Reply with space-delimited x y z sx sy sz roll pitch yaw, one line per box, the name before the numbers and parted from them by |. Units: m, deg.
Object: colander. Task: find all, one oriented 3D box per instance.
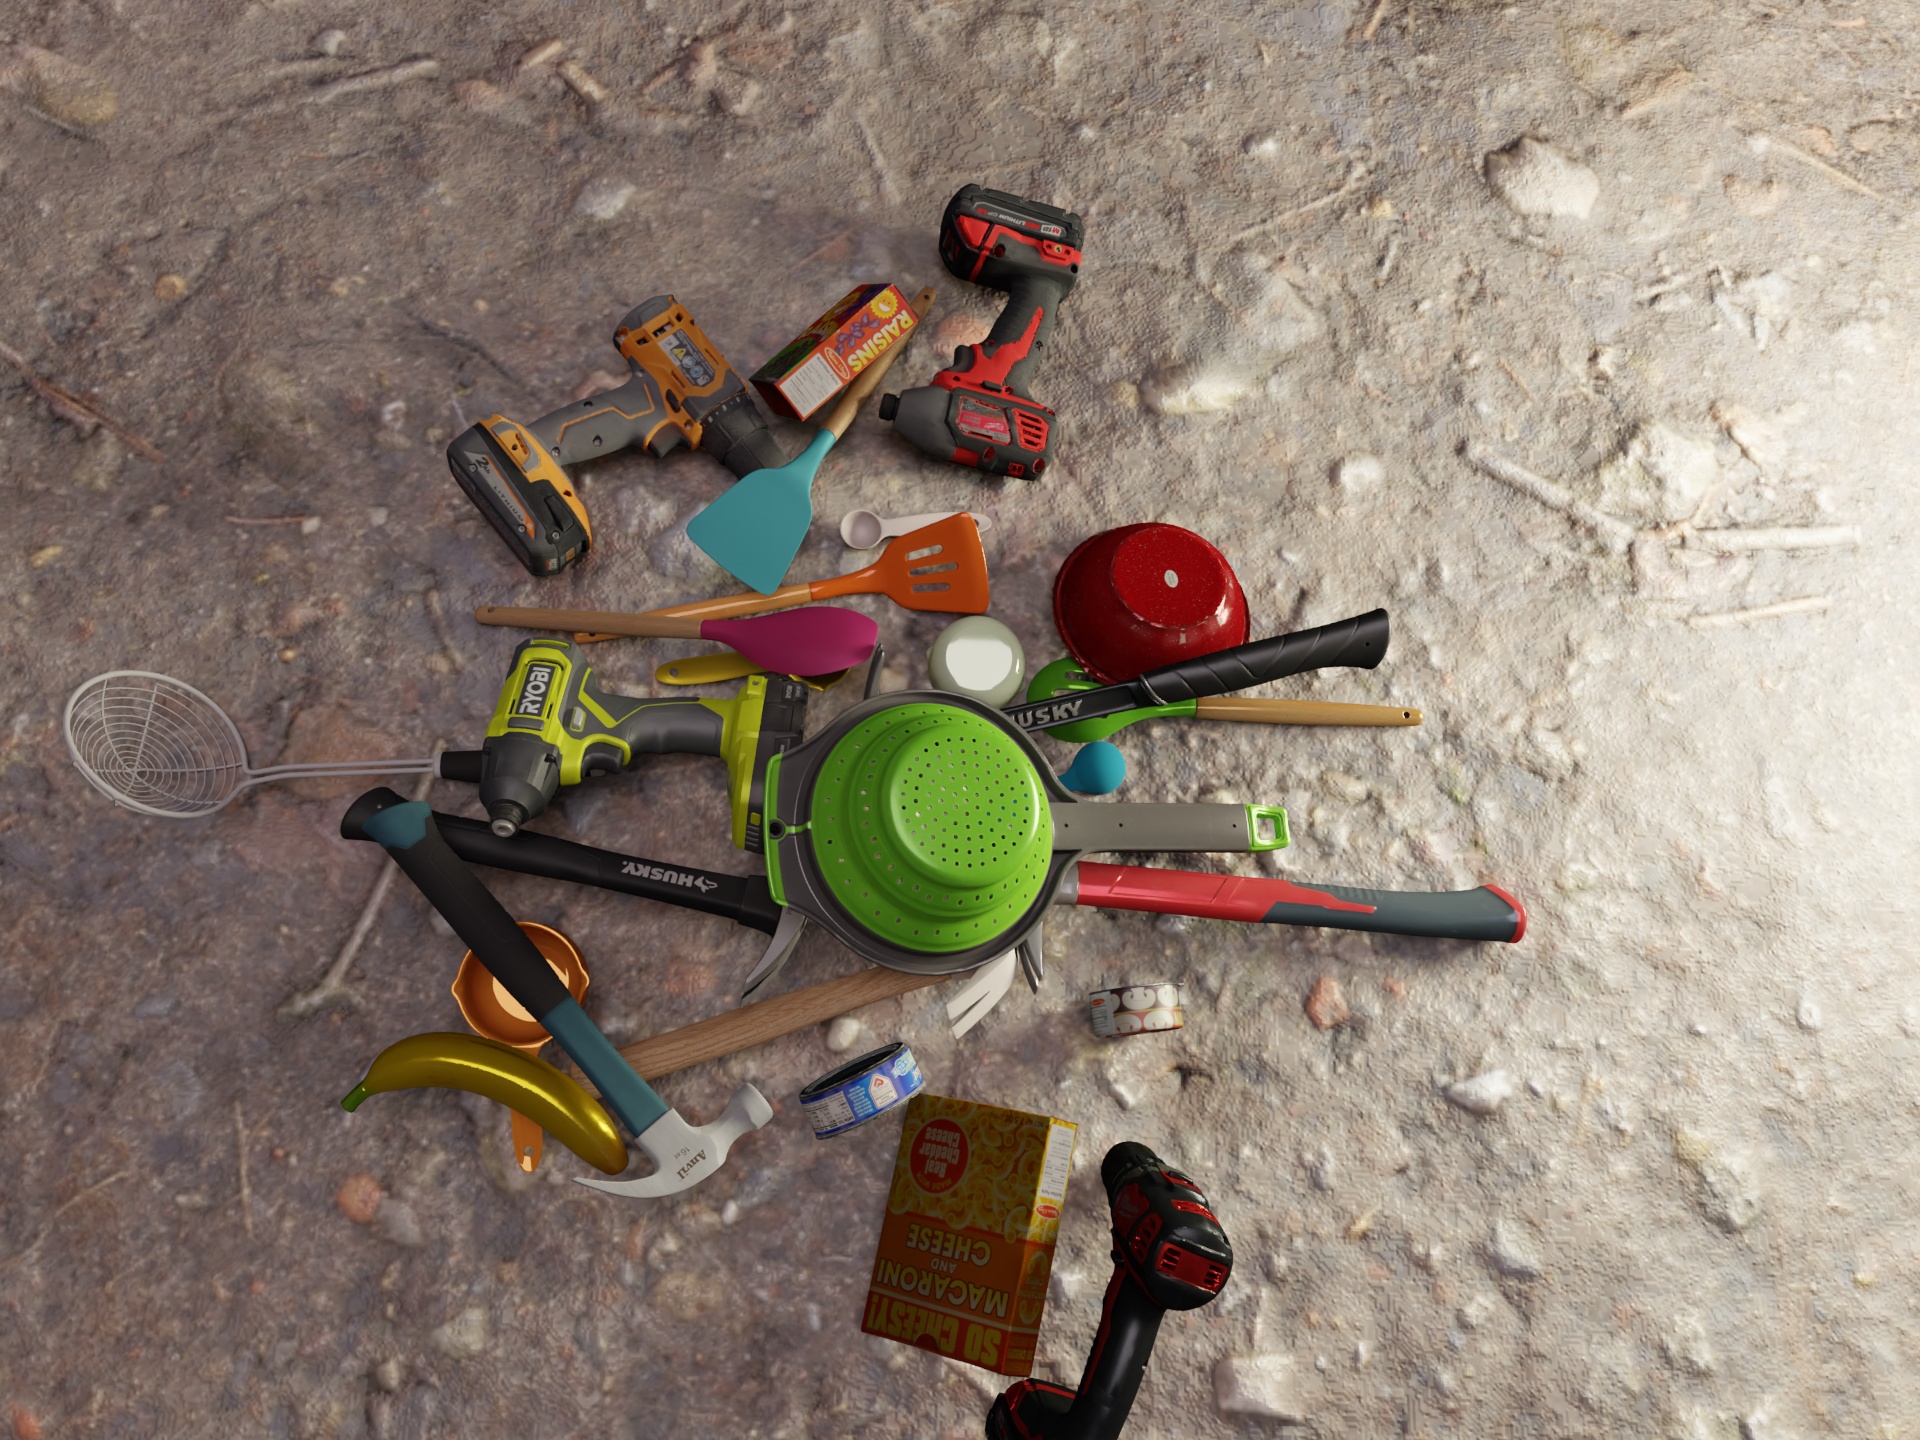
colander | 0.067 0.067 1.102 0.397 0.094 0.205 1 74 -18

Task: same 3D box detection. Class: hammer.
hammer | 0.123 -0.024 1.185 0.409 0.036 0.149 -13 108 -3
hammer | -0.272 0.107 1.136 0.334 0.035 0.146 13 48 -4
hammer | 0.233 0.148 1.183 0.386 0.038 0.143 6 54 -5
hammer | -0.117 0.209 1.135 0.331 0.130 0.031 -18 119 -2
hammer | -0.280 0.183 1.072 0.128 0.033 0.331 -40 86 -23

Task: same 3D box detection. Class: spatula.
spatula | -0.141 -0.096 1.239 0.322 0.041 0.081 -11 100 -5
spatula | -0.100 -0.240 1.266 0.082 0.044 0.318 38 59 -12

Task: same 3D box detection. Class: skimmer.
skimmer | -0.447 0.015 1.160 0.363 0.090 0.127 -2 44 -7

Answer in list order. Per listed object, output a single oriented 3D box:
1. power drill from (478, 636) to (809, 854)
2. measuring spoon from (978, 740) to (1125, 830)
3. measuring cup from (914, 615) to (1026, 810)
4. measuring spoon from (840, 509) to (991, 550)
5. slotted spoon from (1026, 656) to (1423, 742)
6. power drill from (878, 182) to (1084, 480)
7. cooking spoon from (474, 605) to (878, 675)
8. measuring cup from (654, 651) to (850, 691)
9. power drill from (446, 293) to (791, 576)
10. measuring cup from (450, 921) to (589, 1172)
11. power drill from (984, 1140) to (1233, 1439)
power drill | -0.228 0.025 1.152 0.223 0.080 0.171 7 45 -5
measuring spoon | 0.070 0.056 1.217 0.128 0.021 0.042 -25 98 -8
measuring cup | -0.002 -0.004 1.224 0.083 0.038 0.168 20 74 2
measuring spoon | -0.036 -0.153 1.279 0.124 0.018 0.034 -5 74 -12
slotted spoon | 0.209 -0.011 1.248 0.313 0.031 0.070 3 78 -5
power drill | 0.019 -0.311 1.289 0.143 0.078 0.220 12 77 -9
cooking spoon | -0.218 -0.070 1.201 0.319 0.017 0.069 4 53 12
measuring cup | -0.159 -0.049 1.231 0.156 0.029 0.062 -7 111 6
power drill | -0.257 -0.204 1.243 0.226 0.084 0.185 -39 89 -18
measuring cup | -0.307 0.230 1.134 0.095 0.052 0.174 -4 86 -5
power drill | 0.098 0.401 1.067 0.080 0.188 0.227 23 92 -9
